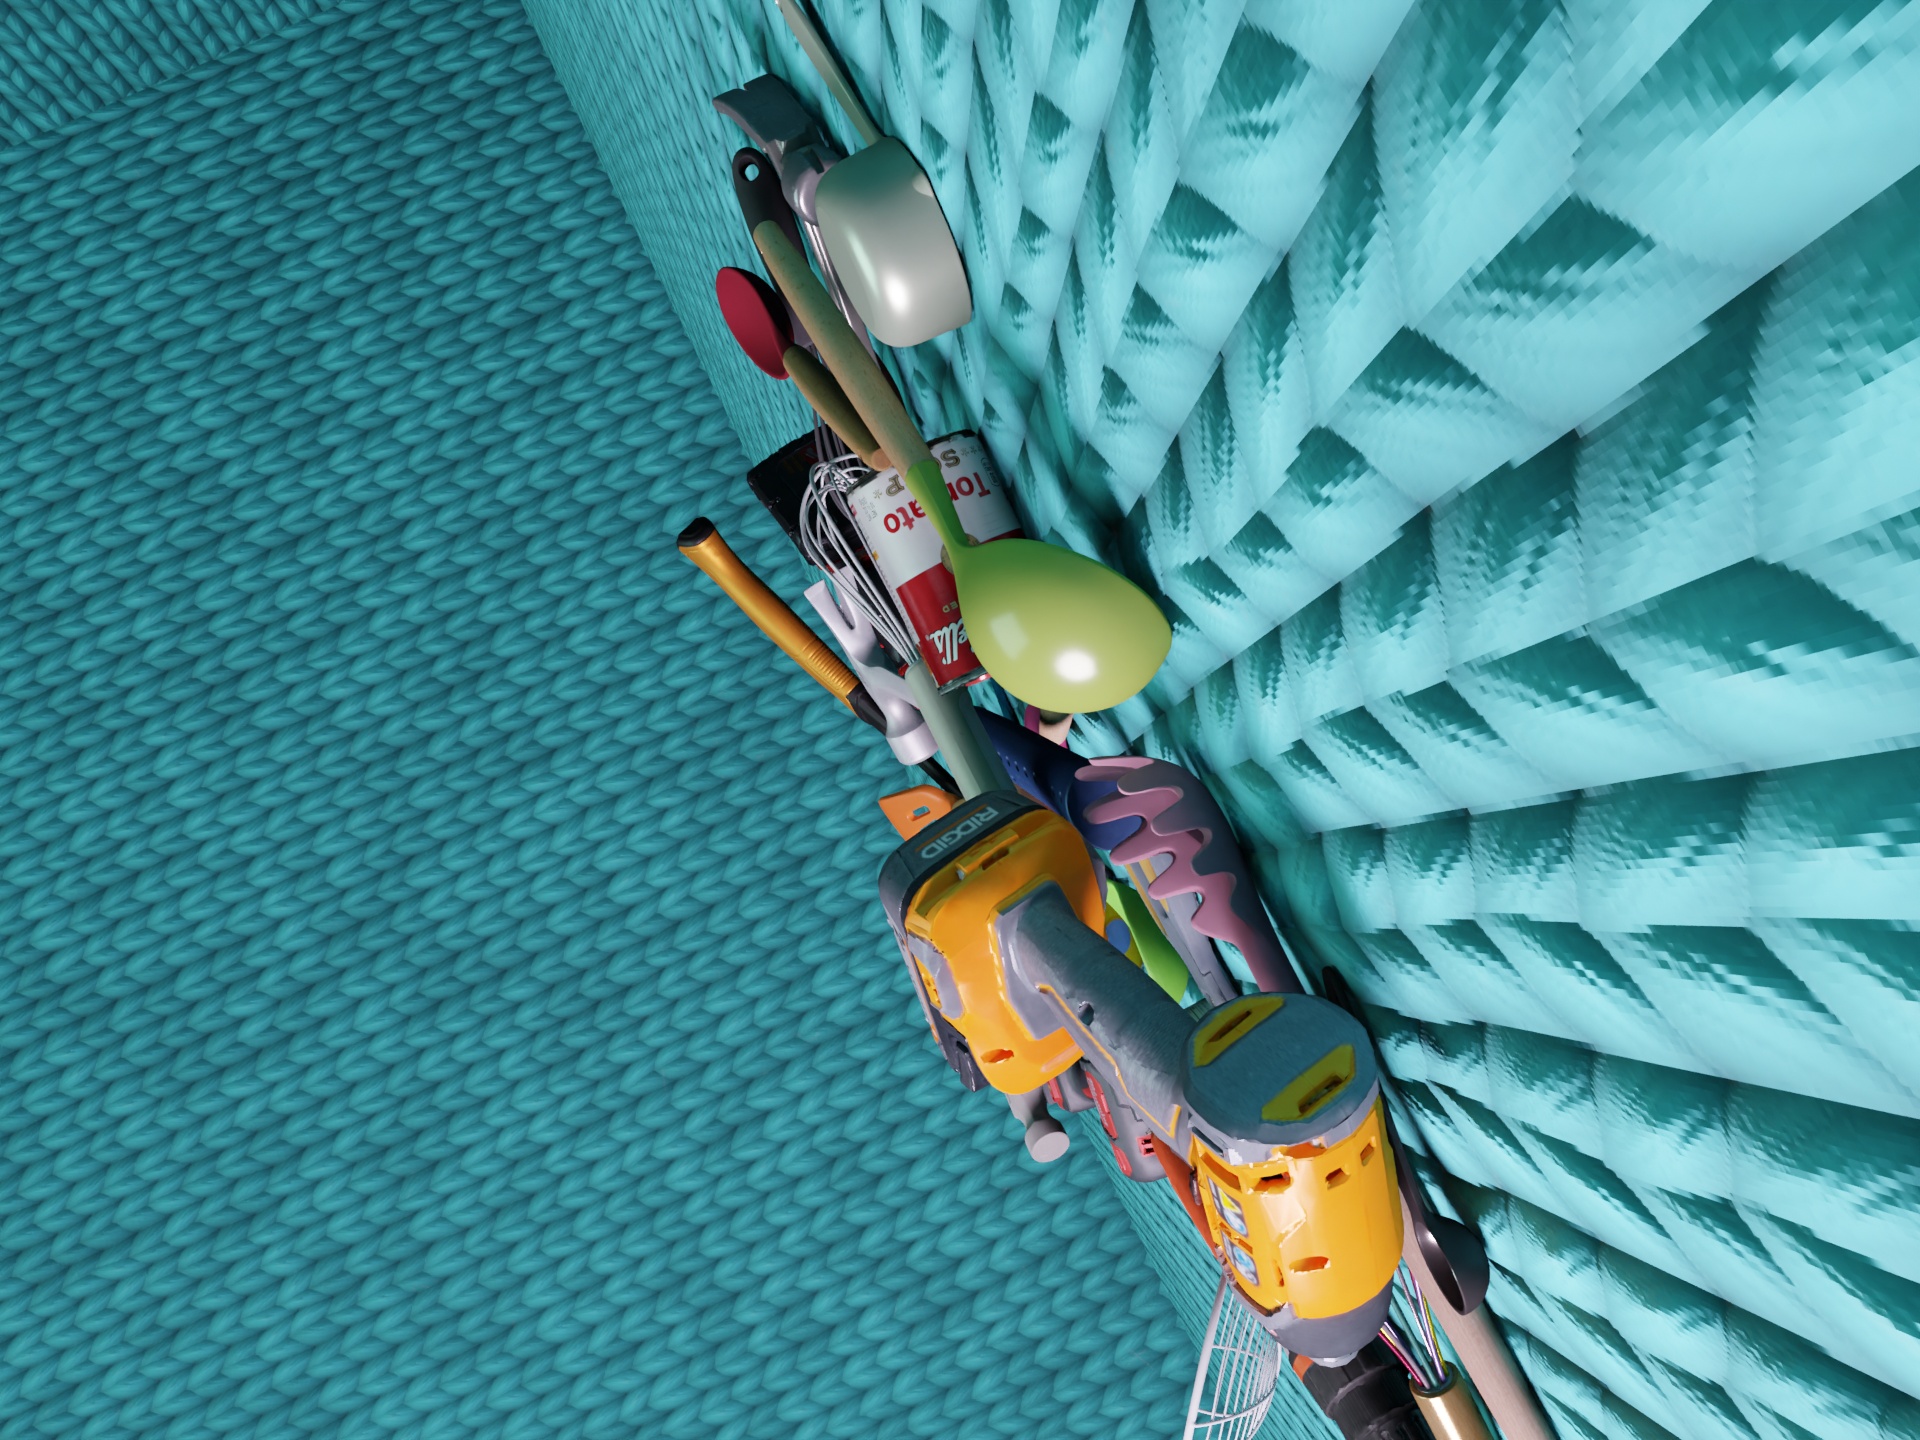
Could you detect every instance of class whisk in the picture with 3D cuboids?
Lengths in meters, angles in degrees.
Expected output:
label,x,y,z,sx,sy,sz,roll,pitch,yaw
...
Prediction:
label,x,y,z,sx,sy,sz,roll,pitch,yaw
whisk,0.182,0.253,0.654,0.245,0.047,0.051,61,174,-13
whisk,-0.018,-0.032,0.771,0.057,0.059,0.247,26,-147,-62
whisk,-0.082,-0.224,0.935,0.055,0.055,0.239,-177,65,-84

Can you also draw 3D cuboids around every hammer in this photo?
label,x,y,z,sx,sy,sz,roll,pitch,yaw
hammer,-0.041,-0.160,0.858,0.149,0.036,0.358,58,172,48
hammer,-0.001,-0.003,0.895,0.144,0.035,0.406,61,170,-18
hammer,0.042,0.155,1.122,0.130,0.031,0.331,-121,23,-51
hammer,-0.091,-0.028,1.220,0.337,0.034,0.127,44,166,3

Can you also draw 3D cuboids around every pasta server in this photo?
label,x,y,z,sx,sy,sz,roll,pitch,yaw
pasta server,0.137,0.146,0.592,0.316,0.040,0.060,62,164,9

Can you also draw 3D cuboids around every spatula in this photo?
label,x,y,z,sx,sy,sz,roll,pitch,yaw
spatula,-0.002,0.066,1.068,0.081,0.041,0.322,51,170,-1

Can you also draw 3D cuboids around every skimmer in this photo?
label,x,y,z,sx,sy,sz,roll,pitch,yaw
skimmer,0.083,0.236,0.902,0.363,0.090,0.127,64,-169,8

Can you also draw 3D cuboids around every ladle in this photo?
label,x,y,z,sx,sy,sz,roll,pitch,yaw
ladle,-0.015,-0.121,0.637,0.321,0.062,0.078,60,-178,37
ladle,-0.079,-0.176,0.799,0.069,0.031,0.316,66,174,-31

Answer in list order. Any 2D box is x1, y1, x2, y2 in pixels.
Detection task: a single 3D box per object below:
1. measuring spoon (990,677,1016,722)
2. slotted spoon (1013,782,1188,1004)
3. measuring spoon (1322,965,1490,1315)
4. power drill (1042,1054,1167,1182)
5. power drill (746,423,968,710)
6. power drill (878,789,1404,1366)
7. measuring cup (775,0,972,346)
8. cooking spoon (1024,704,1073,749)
label,x,y,z,sx,sy,sz,roll,pitch,yaw
measuring spoon,0.016,-0.020,1.056,0.042,0.021,0.128,-130,16,-70
slotted spoon,0.056,0.063,0.934,0.070,0.031,0.314,62,173,-36
measuring spoon,0.155,0.142,0.551,0.034,0.018,0.124,93,157,-80
power drill,0.097,0.225,1.181,0.227,0.080,0.188,-179,69,-80
power drill,-0.073,-0.108,1.200,0.143,0.078,0.219,51,172,43
power drill,0.070,0.135,0.595,0.227,0.084,0.164,33,149,49
measuring cup,-0.050,-0.221,0.624,0.168,0.038,0.083,61,174,9
cooking spoon,0.050,0.002,0.850,0.069,0.017,0.318,63,176,10
